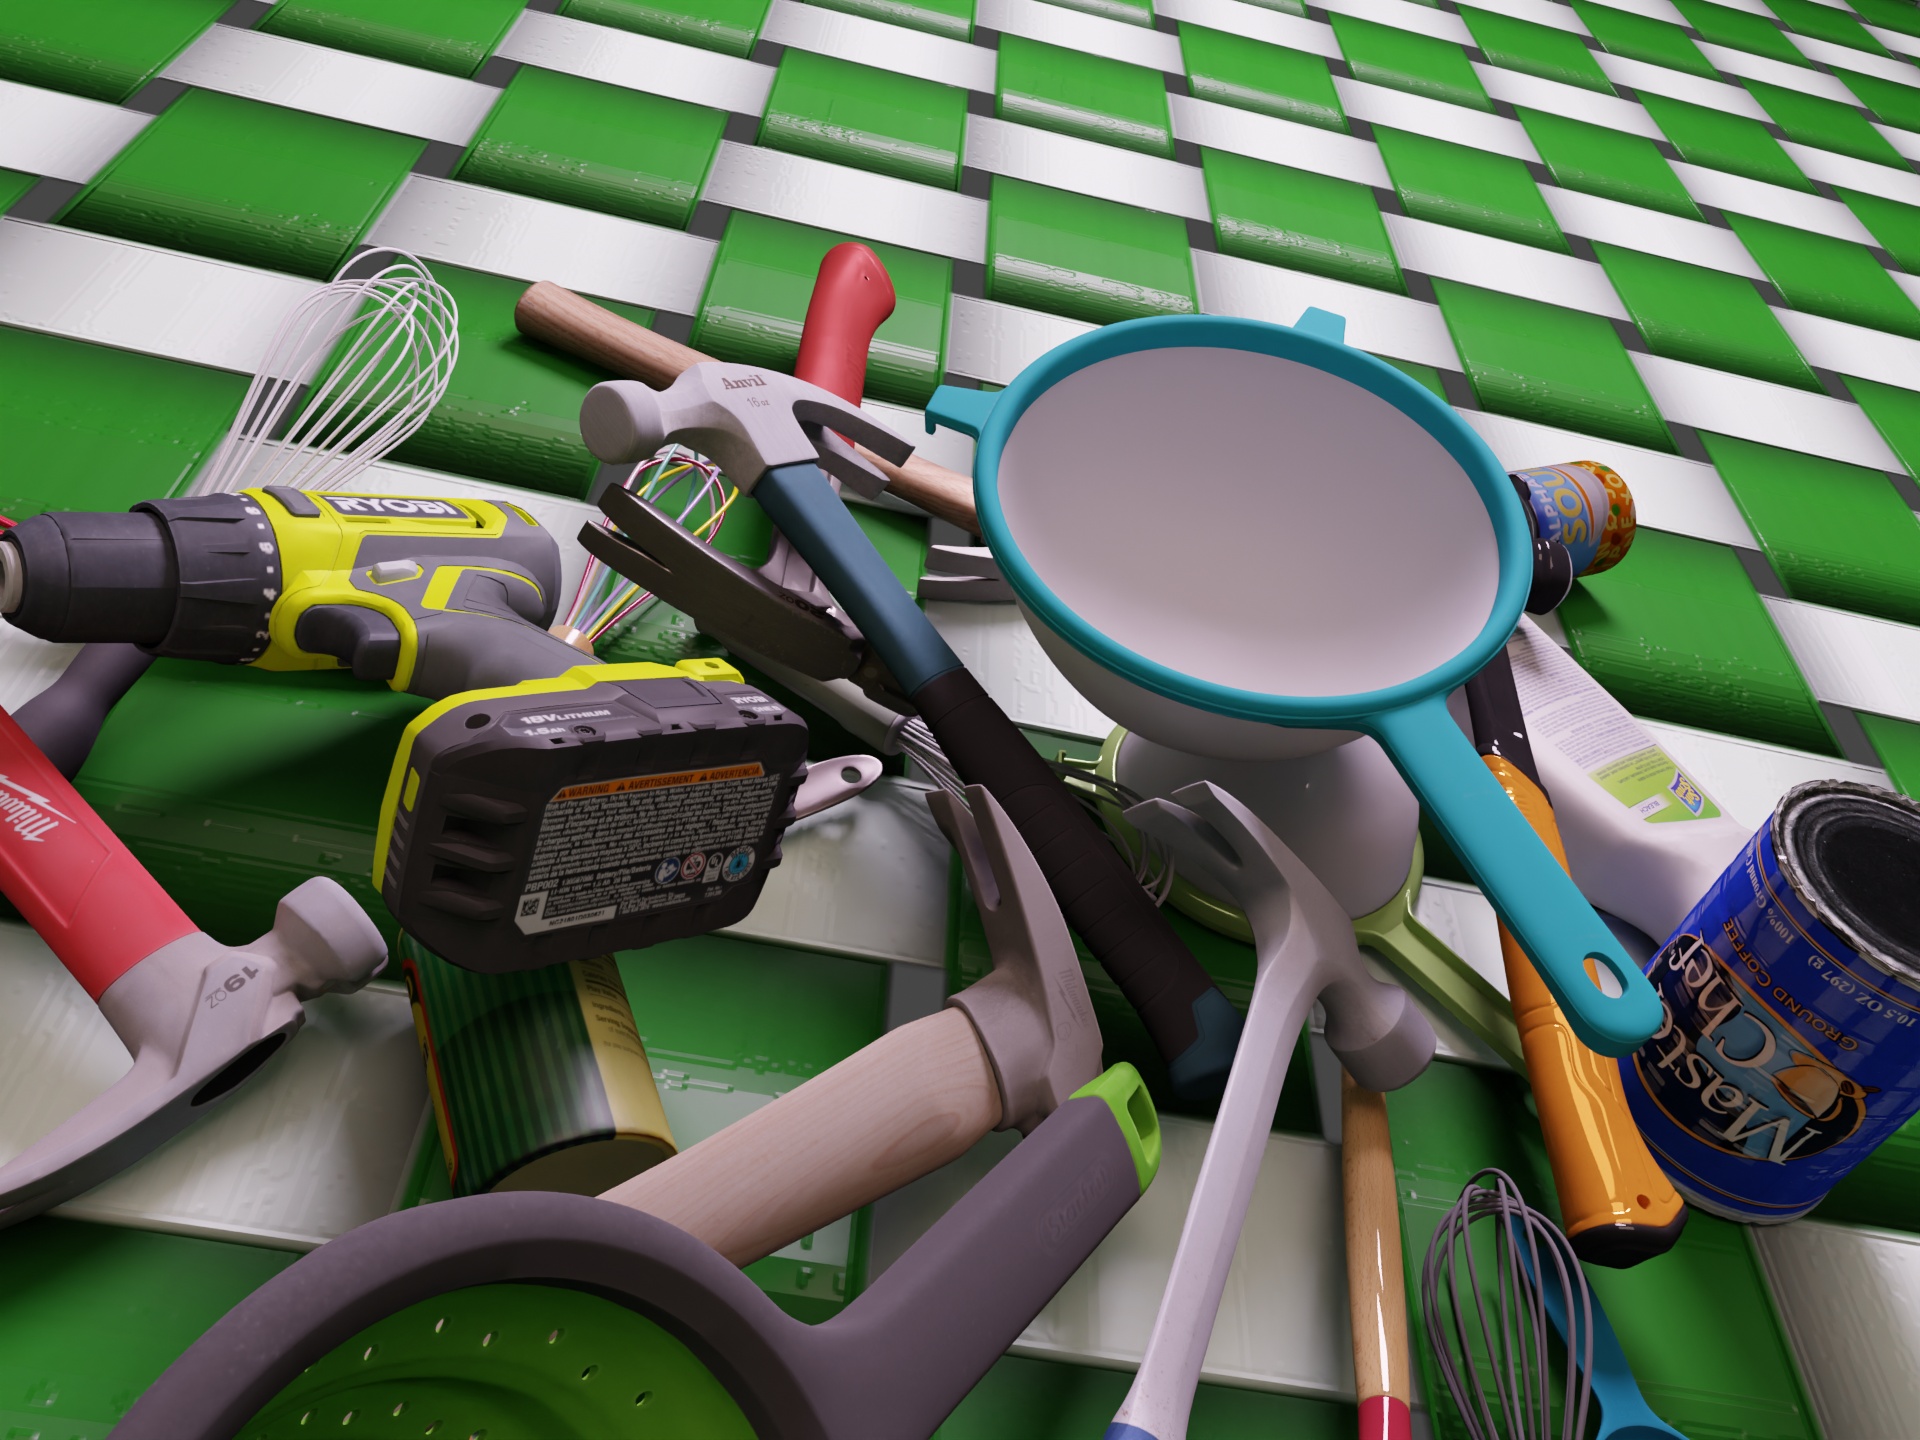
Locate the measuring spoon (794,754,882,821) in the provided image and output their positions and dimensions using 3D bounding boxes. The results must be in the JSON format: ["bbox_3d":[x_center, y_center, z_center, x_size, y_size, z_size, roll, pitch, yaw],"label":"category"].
[{"bbox_3d":[-0.082,0.041,0.622,0.124,0.018,0.034,-22,61,-34],"label":"measuring spoon"}]

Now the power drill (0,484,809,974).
[{"bbox_3d":[-0.179,-0.014,0.517,0.229,0.080,0.190,33,24,34],"label":"power drill"}]

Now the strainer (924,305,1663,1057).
[{"bbox_3d":[0.131,-0.010,0.594,0.211,0.095,0.341,-16,57,-19],"label":"strainer"}]

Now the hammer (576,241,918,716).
[{"bbox_3d":[-0.073,-0.145,0.740,0.149,0.036,0.359,29,33,-20],"label":"hammer"}]

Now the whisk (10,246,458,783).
[{"bbox_3d":[-0.279,-0.068,0.597,0.070,0.070,0.285,24,65,8],"label":"whisk"}]

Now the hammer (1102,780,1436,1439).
[{"bbox_3d":[0.047,0.177,0.413,0.144,0.035,0.406,51,40,-17],"label":"hammer"}]

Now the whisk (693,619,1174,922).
[{"bbox_3d":[-0.018,0.009,0.664,0.246,0.059,0.057,32,7,21],"label":"whisk"}]

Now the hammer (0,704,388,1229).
[{"bbox_3d":[-0.365,-0.017,0.509,0.386,0.038,0.143,44,58,11],"label":"hammer"}]

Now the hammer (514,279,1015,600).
[{"bbox_3d":[-0.085,-0.150,0.820,0.331,0.031,0.130,26,42,10],"label":"hammer"}]

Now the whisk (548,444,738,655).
[{"bbox_3d":[-0.154,-0.047,0.678,0.047,0.051,0.245,24,45,-1],"label":"whisk"}]

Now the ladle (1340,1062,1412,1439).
[{"bbox_3d":[0.128,0.190,0.490,0.069,0.031,0.316,16,30,3],"label":"ladle"}]

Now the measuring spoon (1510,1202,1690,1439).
[{"bbox_3d":[0.212,0.220,0.535,0.042,0.021,0.129,0,35,-8],"label":"measuring spoon"}]

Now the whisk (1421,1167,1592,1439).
[{"bbox_3d":[0.170,0.245,0.471,0.055,0.055,0.239,13,47,-5],"label":"whisk"}]

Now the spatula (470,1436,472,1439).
[{"bbox_3d":[-0.108,0.266,0.357,0.081,0.041,0.323,-3,45,-21],"label":"spatula"}]

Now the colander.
[{"bbox_3d":[-0.069,0.181,0.376,0.397,0.094,0.204,-25,95,-55],"label":"colander"}]

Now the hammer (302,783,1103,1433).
[{"bbox_3d":[-0.119,0.145,0.411,0.410,0.038,0.146,-21,95,-38],"label":"hammer"}]

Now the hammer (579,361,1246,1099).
[{"bbox_3d":[-0.001,-0.002,0.582,0.331,0.033,0.128,53,38,11],"label":"hammer"}]

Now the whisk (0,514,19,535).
[{"bbox_3d":[-0.353,-0.058,0.614,0.295,0.073,0.073,10,42,-18],"label":"whisk"}]

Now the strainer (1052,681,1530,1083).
[{"bbox_3d":[0.170,0.053,0.655,0.151,0.069,0.257,-22,53,-35],"label":"strainer"}]

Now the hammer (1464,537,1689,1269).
[{"bbox_3d":[0.216,0.043,0.629,0.127,0.034,0.337,13,52,-16],"label":"hammer"}]
